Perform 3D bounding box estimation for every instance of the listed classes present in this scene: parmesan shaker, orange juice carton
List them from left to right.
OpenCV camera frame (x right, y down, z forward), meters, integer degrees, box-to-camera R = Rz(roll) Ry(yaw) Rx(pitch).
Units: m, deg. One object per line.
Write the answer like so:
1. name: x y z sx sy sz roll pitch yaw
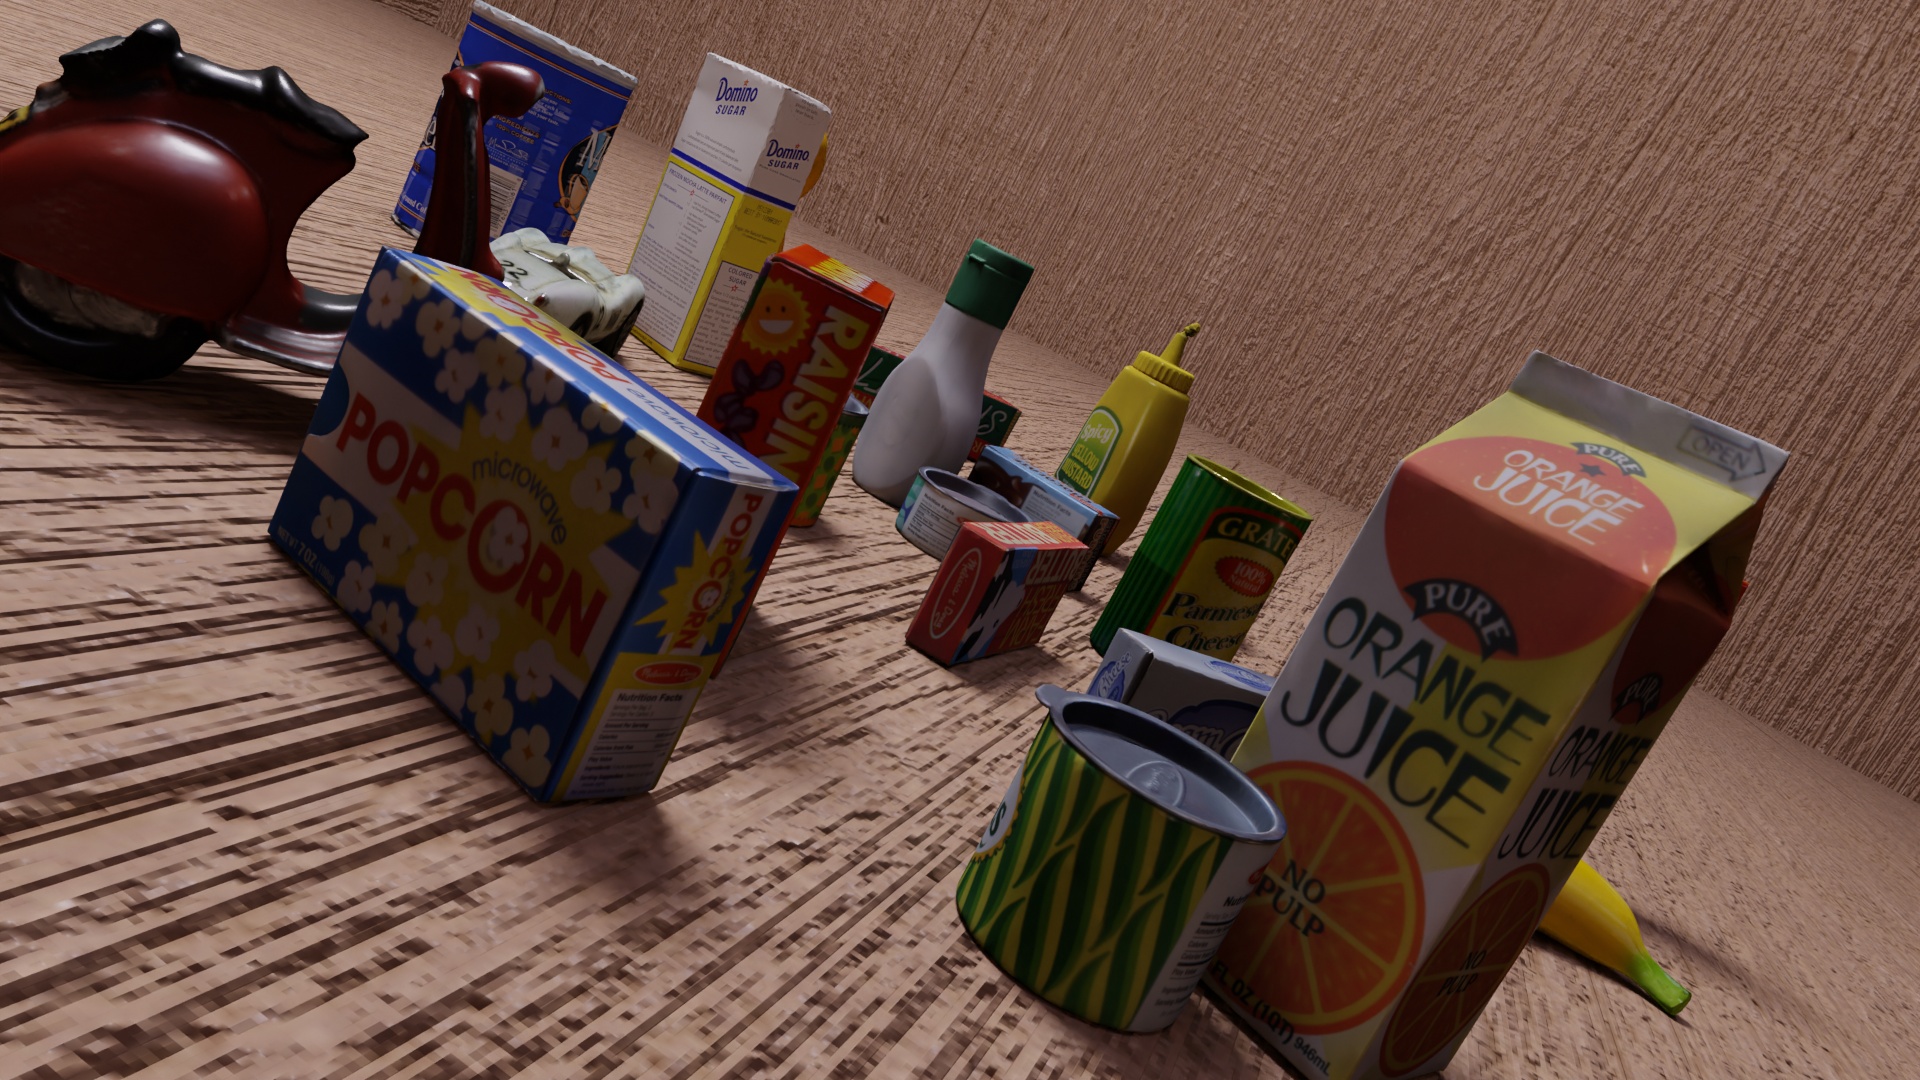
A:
1. parmesan shaker: 0.117 0.020 0.666 0.071 0.103 0.071 26 11 -6
2. orange juice carton: 0.135 0.047 0.373 0.073 0.192 0.072 14 17 -47

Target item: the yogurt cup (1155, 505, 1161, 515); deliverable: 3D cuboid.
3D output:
1. yogurt cup: 0.139 0.017 0.843 0.072 0.054 0.072 26 12 -6

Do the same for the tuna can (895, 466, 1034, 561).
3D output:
1. tuna can: 0.003 -0.009 0.714 0.071 0.032 0.071 26 12 -6

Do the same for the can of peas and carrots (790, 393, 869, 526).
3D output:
1. can of peas and carrots: -0.082 -0.046 0.630 0.071 0.058 0.071 26 12 -6

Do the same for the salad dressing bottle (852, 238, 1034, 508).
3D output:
1. salad dressing bottle: -0.008 -0.090 0.756 0.064 0.147 0.044 36 14 38

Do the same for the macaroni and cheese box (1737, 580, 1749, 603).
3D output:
1. macaroni and cheese box: 0.271 0.062 0.665 0.124 0.166 0.040 27 11 2

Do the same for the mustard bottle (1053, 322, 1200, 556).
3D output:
1. mustard bottle: 0.110 -0.071 0.896 0.049 0.160 0.065 20 13 -32

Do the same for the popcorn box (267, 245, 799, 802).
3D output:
1. popcorn box: -0.109 -0.007 0.340 0.127 0.085 0.038 33 13 29

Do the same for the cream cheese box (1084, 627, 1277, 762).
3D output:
1. cream cheese box: 0.090 0.071 0.511 0.104 0.053 0.024 19 14 -31

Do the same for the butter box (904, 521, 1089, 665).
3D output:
1. butter box: 0.017 0.020 0.574 0.024 0.053 0.103 31 12 20

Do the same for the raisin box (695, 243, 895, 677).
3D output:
1. raisin box: -0.064 -0.030 0.441 0.040 0.123 0.086 26 12 -6

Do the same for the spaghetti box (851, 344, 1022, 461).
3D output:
1. spaghetti box: -0.071 -0.114 0.962 0.250 0.050 0.029 20 13 -30

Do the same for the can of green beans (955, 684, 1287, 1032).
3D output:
1. can of green beans: 0.040 0.080 0.354 0.071 0.057 0.071 26 12 -6

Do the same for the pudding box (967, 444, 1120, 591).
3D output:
1. pudding box: 0.040 -0.013 0.770 0.084 0.049 0.030 33 13 28
